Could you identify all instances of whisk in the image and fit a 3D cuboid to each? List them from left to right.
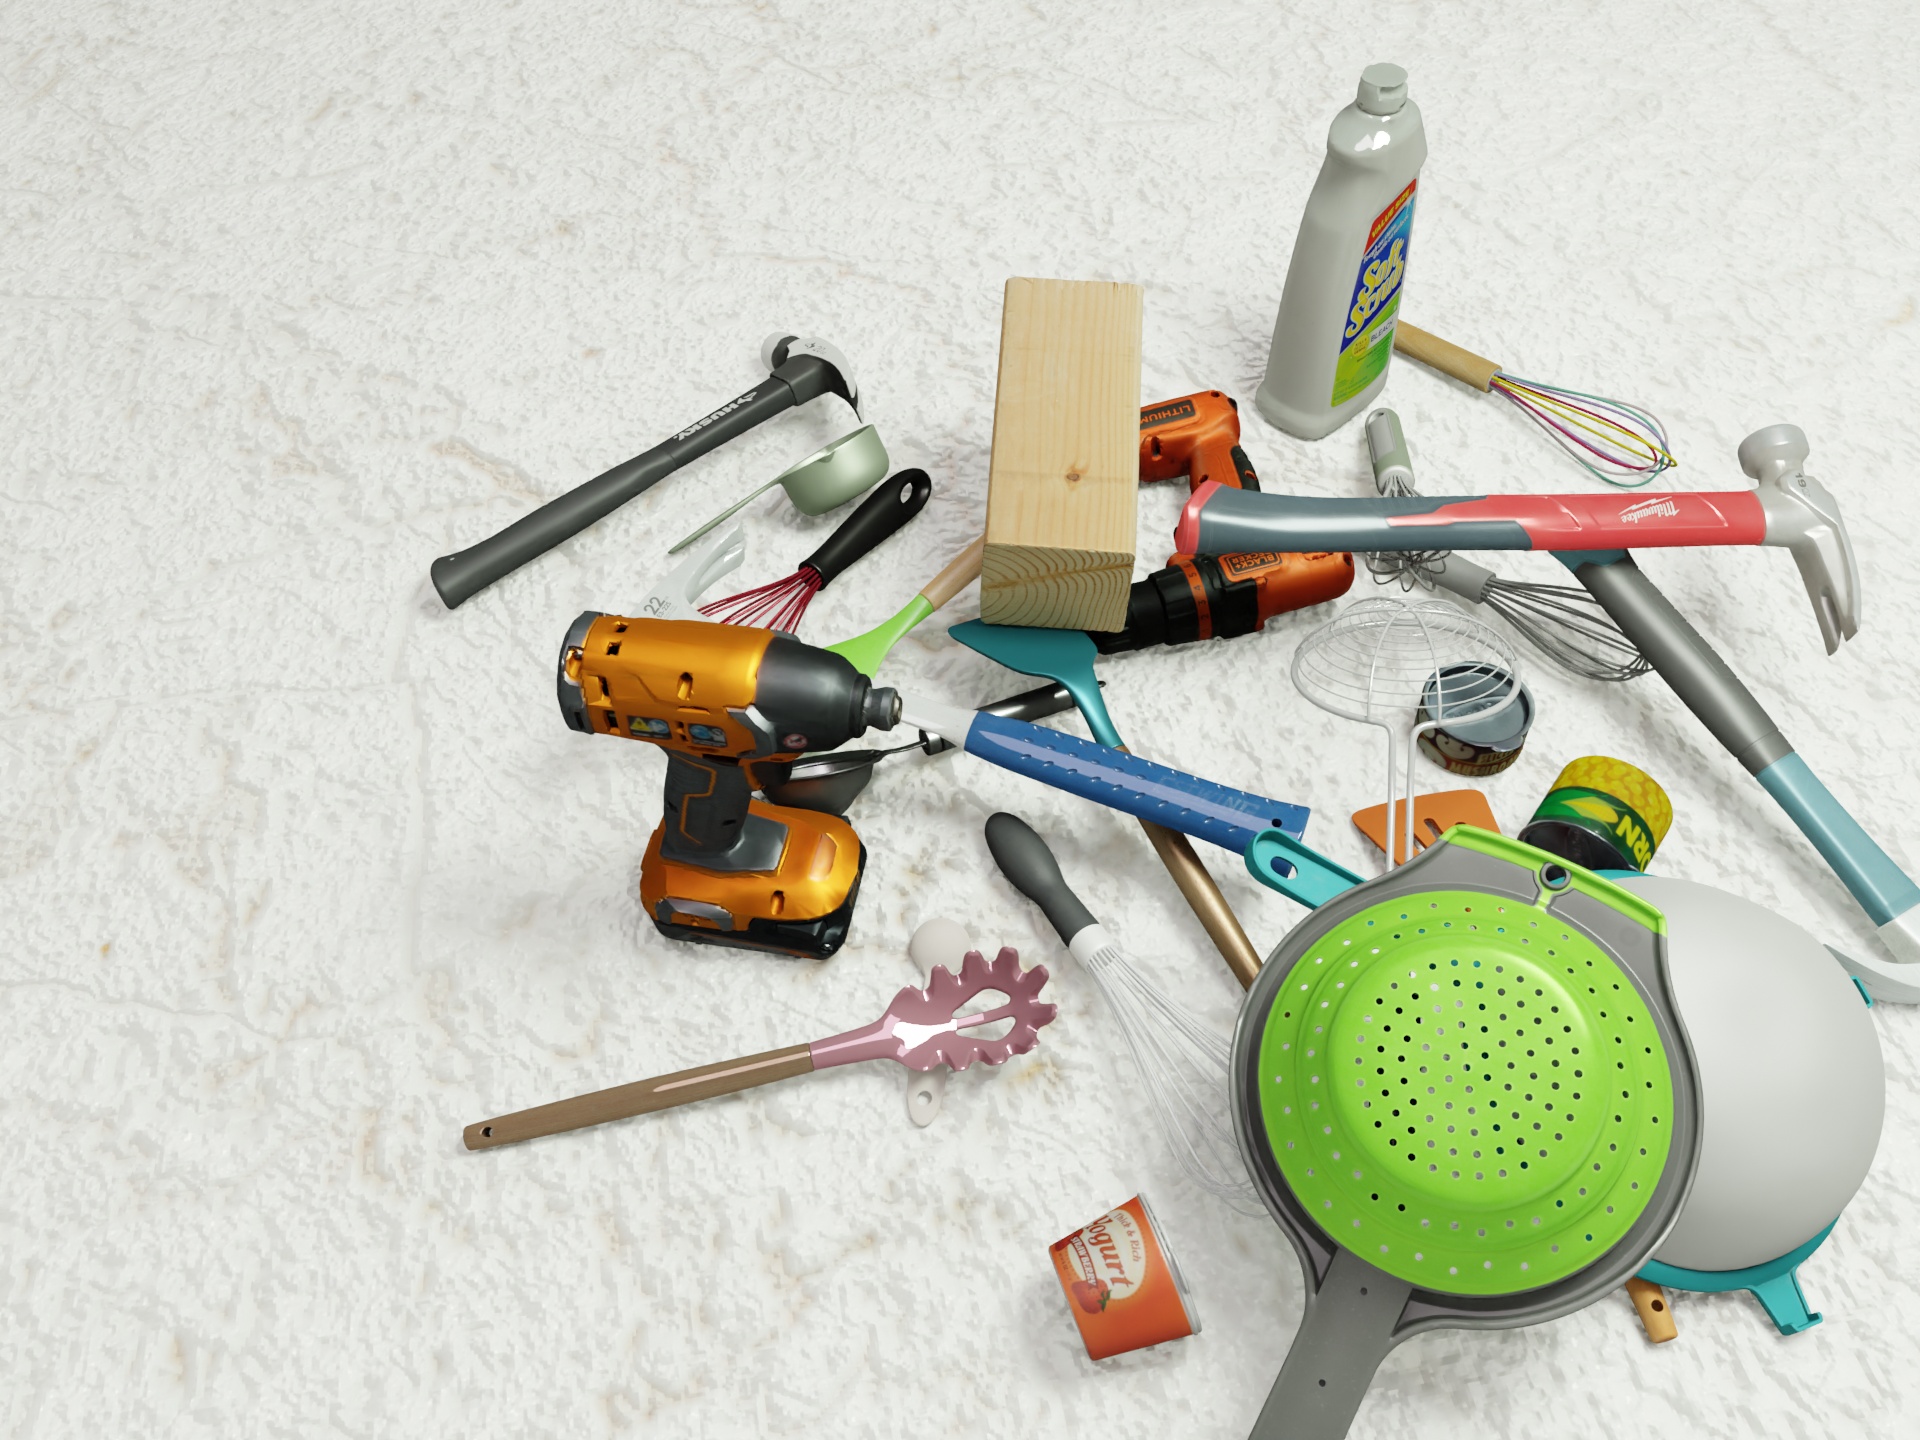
[{"bbox_3d":[-0.109,-0.083,1.038,0.073,0.073,0.296,27,53,22],"label":"whisk"},{"bbox_3d":[0.088,0.144,0.847,0.070,0.070,0.285,-26,50,-16],"label":"whisk"},{"bbox_3d":[0.285,-0.153,1.041,0.058,0.059,0.246,-34,21,26],"label":"whisk"},{"bbox_3d":[0.339,-0.088,1.023,0.239,0.055,0.055,33,60,31],"label":"whisk"},{"bbox_3d":[0.402,-0.234,1.144,0.047,0.051,0.245,-21,46,-39],"label":"whisk"}]

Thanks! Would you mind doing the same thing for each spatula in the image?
[{"bbox_3d":[0.100,0.045,0.926,0.082,0.044,0.318,-15,61,-29],"label":"spatula"},{"bbox_3d":[0.299,0.164,0.840,0.081,0.041,0.323,-11,56,-4],"label":"spatula"}]

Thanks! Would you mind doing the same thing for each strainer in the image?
[{"bbox_3d":[-0.024,0.016,0.964,0.258,0.050,0.087,-18,10,-18],"label":"strainer"},{"bbox_3d":[0.302,0.126,0.759,0.340,0.095,0.211,28,61,1],"label":"strainer"}]

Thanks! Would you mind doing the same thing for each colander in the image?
[{"bbox_3d":[0.176,0.224,0.668,0.205,0.094,0.397,25,80,21],"label":"colander"}]

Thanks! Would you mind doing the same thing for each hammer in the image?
[{"bbox_3d":[-0.218,-0.174,1.112,0.335,0.035,0.146,-34,37,-18],"label":"hammer"},{"bbox_3d":[-0.001,-0.003,0.905,0.405,0.035,0.144,19,56,11],"label":"hammer"},{"bbox_3d":[0.318,-0.101,0.918,0.386,0.038,0.143,-2,64,-4],"label":"hammer"},{"bbox_3d":[0.455,0.014,0.904,0.128,0.033,0.331,-26,67,-15],"label":"hammer"}]

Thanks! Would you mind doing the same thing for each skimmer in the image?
[{"bbox_3d":[0.238,0.092,0.864,0.127,0.090,0.363,2,70,13],"label":"skimmer"}]

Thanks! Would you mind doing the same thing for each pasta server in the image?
[{"bbox_3d":[-0.105,0.180,0.830,0.316,0.040,0.060,-13,70,-2],"label":"pasta server"}]

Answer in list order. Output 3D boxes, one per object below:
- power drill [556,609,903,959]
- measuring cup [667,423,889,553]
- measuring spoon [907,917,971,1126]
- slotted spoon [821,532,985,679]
[{"bbox_3d":[-0.106,0.036,0.832,0.164,0.226,0.084,7,52,8],"label":"power drill"},{"bbox_3d":[-0.123,-0.147,1.100,0.167,0.038,0.083,-31,14,2],"label":"measuring cup"},{"bbox_3d":[-0.015,0.159,0.862,0.034,0.018,0.124,2,52,5],"label":"measuring spoon"},{"bbox_3d":[-0.005,-0.093,1.024,0.314,0.031,0.070,-42,47,-16],"label":"slotted spoon"}]
